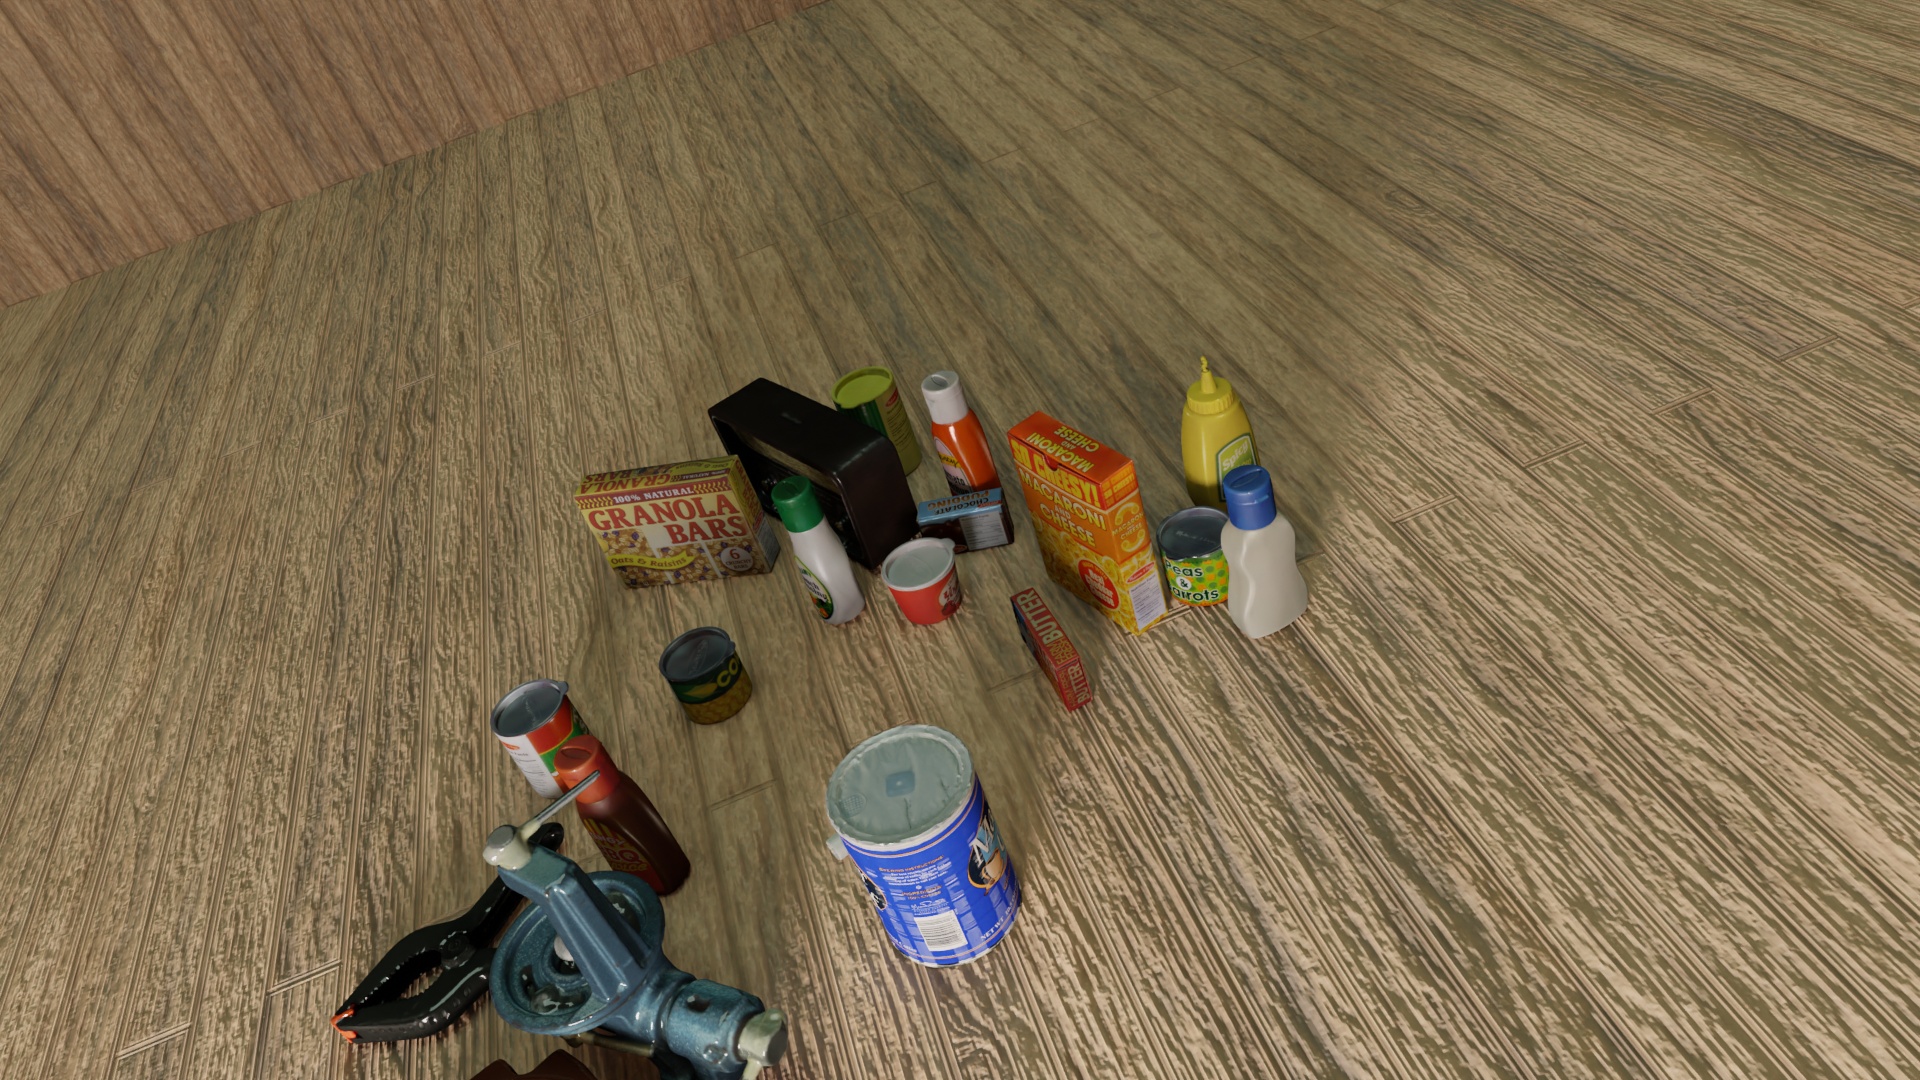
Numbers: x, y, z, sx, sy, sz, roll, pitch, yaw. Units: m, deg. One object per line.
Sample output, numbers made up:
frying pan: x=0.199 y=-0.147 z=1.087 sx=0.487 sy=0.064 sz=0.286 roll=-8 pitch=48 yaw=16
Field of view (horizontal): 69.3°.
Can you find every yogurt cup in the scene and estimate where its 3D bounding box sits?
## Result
yogurt cup: x=-0.032 y=0.039 z=1.248 sx=0.072 sy=0.053 sz=0.073 roll=-12 pitch=38 yaw=9

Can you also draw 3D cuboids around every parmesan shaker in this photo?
parmesan shaker: x=-0.087 y=-0.116 z=1.422 sx=0.071 sy=0.102 sz=0.072 roll=-12 pitch=38 yaw=9

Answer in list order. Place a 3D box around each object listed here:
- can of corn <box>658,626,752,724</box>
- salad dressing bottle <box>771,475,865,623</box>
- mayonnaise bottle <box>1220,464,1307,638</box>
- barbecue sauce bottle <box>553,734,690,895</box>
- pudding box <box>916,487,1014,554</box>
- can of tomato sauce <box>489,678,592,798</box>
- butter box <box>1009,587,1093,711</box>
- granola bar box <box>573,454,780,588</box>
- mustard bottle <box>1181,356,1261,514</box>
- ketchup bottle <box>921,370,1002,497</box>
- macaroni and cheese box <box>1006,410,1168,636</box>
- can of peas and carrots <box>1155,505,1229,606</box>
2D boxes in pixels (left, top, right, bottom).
can of corn: x=-0.222 y=0.119 z=1.225 sx=0.071 sy=0.058 sz=0.071 roll=-12 pitch=38 yaw=9
salad dressing bottle: x=-0.129 y=0.009 z=1.249 sx=0.044 sy=0.147 sz=0.064 roll=-34 pitch=40 yaw=-18
mayonnaise bottle: x=0.236 y=0.008 z=1.096 sx=0.065 sy=0.147 sz=0.041 roll=-28 pitch=38 yaw=-12
barbecue sauce bottle: x=-0.260 y=0.209 z=1.056 sx=0.065 sy=0.147 sz=0.044 roll=5 pitch=43 yaw=28
pudding box: x=0.005 y=-0.016 z=1.304 sx=0.084 sy=0.049 sz=0.030 roll=-11 pitch=38 yaw=10
can of tomato sauce: x=-0.354 y=0.170 z=1.197 sx=0.071 sy=0.082 sz=0.071 roll=-12 pitch=38 yaw=9
butter box: x=0.074 y=0.089 z=1.142 sx=0.024 sy=0.053 sz=0.104 roll=-24 pitch=38 yaw=-6
granola bar box: x=-0.277 y=-0.016 z=1.361 sx=0.165 sy=0.123 sz=0.039 roll=-7 pitch=39 yaw=16
mustard bottle: x=0.224 y=-0.091 z=1.213 sx=0.065 sy=0.159 sz=0.049 roll=-33 pitch=39 yaw=-17
ketchup bottle: x=0.001 y=-0.092 z=1.318 sx=0.044 sy=0.148 sz=0.065 roll=-34 pitch=40 yaw=-18
macaroni and cheese box: x=0.106 y=-0.014 z=1.162 sx=0.040 sy=0.165 sz=0.124 roll=-35 pitch=40 yaw=-19
can of peas and carrots: x=0.202 y=0.015 z=1.174 sx=0.071 sy=0.058 sz=0.071 roll=-12 pitch=38 yaw=9
